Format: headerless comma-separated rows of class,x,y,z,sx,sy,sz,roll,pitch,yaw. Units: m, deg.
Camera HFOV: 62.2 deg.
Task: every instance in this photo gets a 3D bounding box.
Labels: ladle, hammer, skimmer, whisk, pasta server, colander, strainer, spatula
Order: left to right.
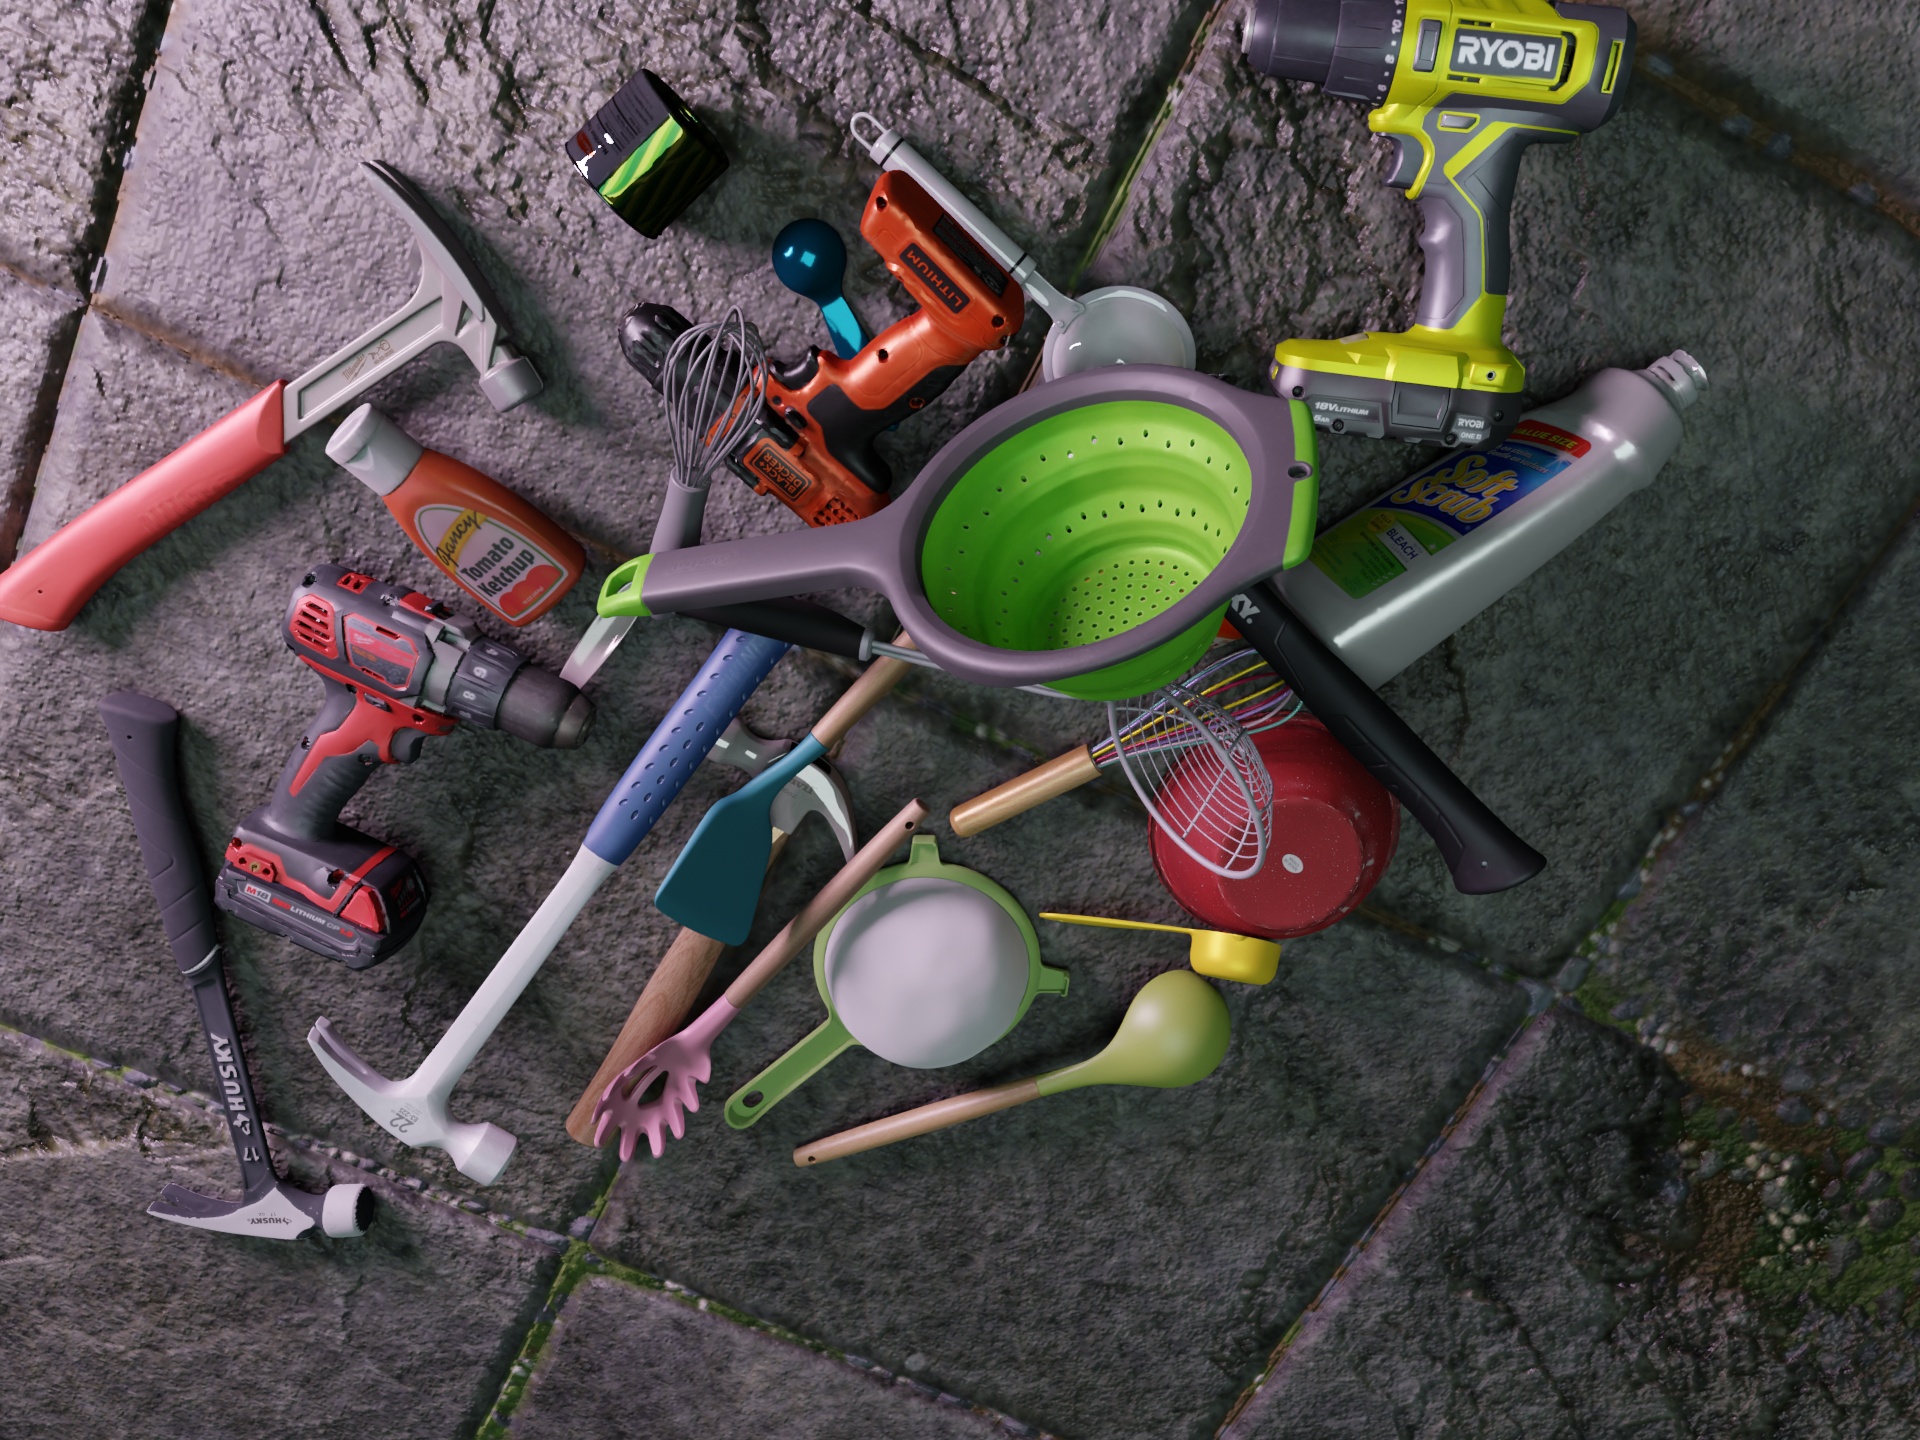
hammer,-0.504,0.175,1.055,0.149,0.036,0.408,-3,111,3
hammer,-0.425,-0.164,0.917,0.359,0.037,0.149,-29,108,11
hammer,-0.226,0.086,0.952,0.144,0.035,0.405,36,94,-15
whisk,-0.147,-0.130,0.874,0.055,0.055,0.238,19,141,-7
hammer,-0.173,0.155,1.044,0.130,0.031,0.331,28,110,-9
pasta server,-0.126,0.165,1.009,0.060,0.040,0.316,36,108,-25
spatula,-0.060,0.000,0.950,0.317,0.044,0.082,-46,137,6
strainer,-0.062,0.204,1.040,0.256,0.069,0.151,-39,106,13
colander,-0.004,-0.070,0.838,0.397,0.205,0.094,-6,142,22
skimmer,-0.001,-0.003,0.886,0.363,0.090,0.127,15,154,2
ladle,0.030,0.247,1.079,0.320,0.062,0.078,-21,112,16
strainer,0.038,-0.241,0.879,0.258,0.050,0.087,40,118,-10
whisk,0.104,0.016,0.981,0.245,0.047,0.051,-26,97,15
hammer,0.185,-0.039,0.856,0.335,0.035,0.146,48,118,11

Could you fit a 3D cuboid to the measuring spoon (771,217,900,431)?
measuring spoon,-0.066,-0.220,0.896,0.042,0.021,0.128,-24,109,10

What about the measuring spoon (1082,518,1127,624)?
measuring spoon,0.077,-0.096,0.949,0.021,0.011,0.116,-26,109,11

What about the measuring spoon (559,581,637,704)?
measuring spoon,-0.228,-0.038,0.979,0.034,0.018,0.124,38,101,-2

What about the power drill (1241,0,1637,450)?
power drill,0.233,-0.269,0.844,0.190,0.080,0.228,8,110,4

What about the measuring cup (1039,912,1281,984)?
measuring cup,0.127,0.146,1.025,0.156,0.062,0.029,7,80,8

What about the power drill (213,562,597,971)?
power drill,-0.339,0.036,0.969,0.188,0.080,0.226,24,107,-2
